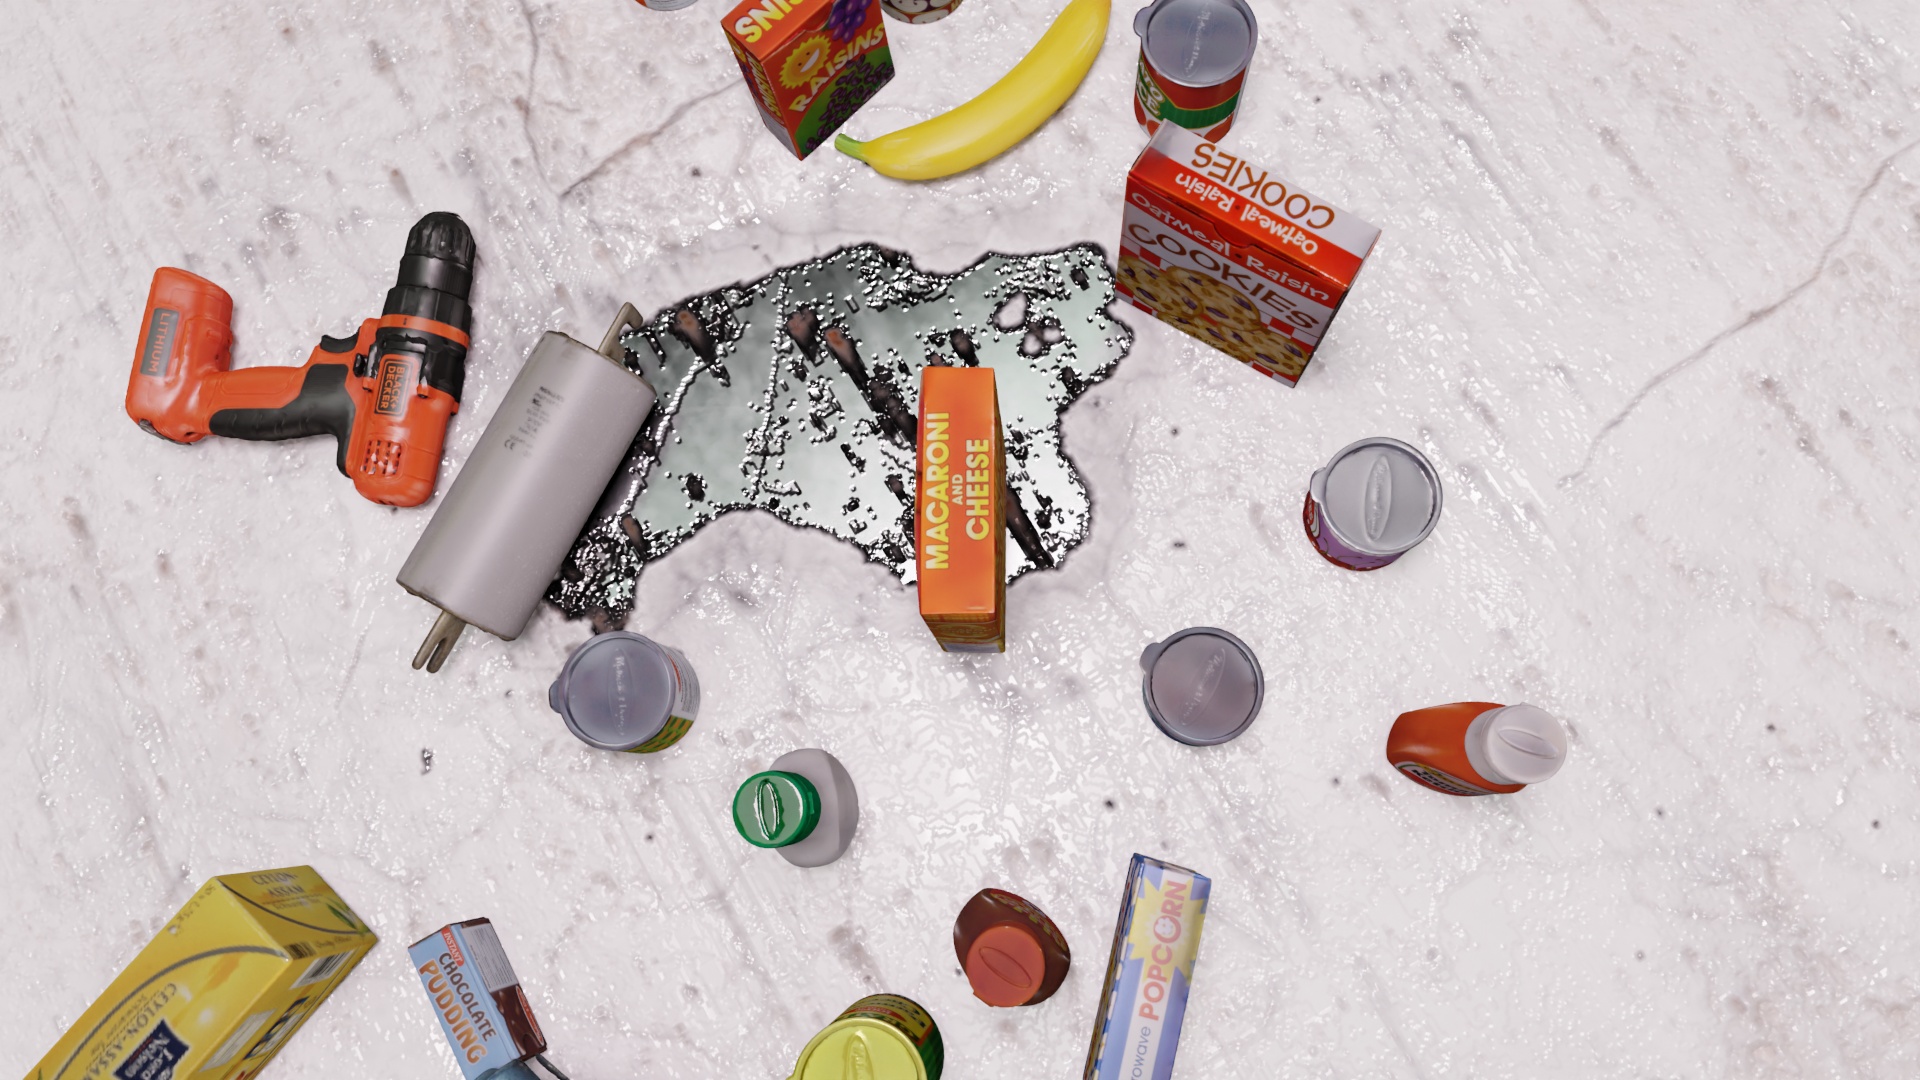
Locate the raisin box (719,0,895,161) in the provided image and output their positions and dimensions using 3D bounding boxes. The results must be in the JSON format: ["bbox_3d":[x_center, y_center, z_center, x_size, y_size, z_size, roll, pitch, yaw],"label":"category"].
[{"bbox_3d":[-0.087,-0.290,0.824,0.086,0.123,0.040,-43,79,-5],"label":"raisin box"}]

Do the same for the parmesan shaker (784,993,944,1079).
[{"bbox_3d":[-0.048,0.273,0.717,0.071,0.103,0.071,-1,79,4],"label":"parmesan shaker"}]

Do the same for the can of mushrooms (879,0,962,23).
[{"bbox_3d":[-0.025,-0.365,0.881,0.071,0.033,0.071,-1,79,4],"label":"can of mushrooms"}]

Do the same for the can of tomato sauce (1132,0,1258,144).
[{"bbox_3d":[0.136,-0.280,0.827,0.071,0.083,0.071,-1,79,4],"label":"can of tomato sauce"}]

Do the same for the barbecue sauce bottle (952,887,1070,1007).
[{"bbox_3d":[0.025,0.208,0.702,0.065,0.148,0.044,34,83,9],"label":"barbecue sauce bottle"}]

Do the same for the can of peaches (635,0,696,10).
[{"bbox_3d":[-0.193,-0.383,0.883,0.071,0.058,0.071,-1,79,4],"label":"can of peaches"}]

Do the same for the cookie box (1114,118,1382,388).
[{"bbox_3d":[0.148,-0.149,0.757,0.123,0.167,0.040,30,83,9],"label":"cookie box"}]

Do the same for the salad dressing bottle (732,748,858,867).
[{"bbox_3d":[-0.085,0.139,0.724,0.044,0.147,0.064,-9,79,2],"label":"salad dressing bottle"}]

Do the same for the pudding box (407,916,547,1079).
[{"bbox_3d":[-0.265,0.252,0.763,0.030,0.049,0.084,-30,78,-2],"label":"pudding box"}]

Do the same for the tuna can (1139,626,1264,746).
[{"bbox_3d":[0.133,0.081,0.780,0.071,0.032,0.071,-1,79,4],"label":"tuna can"}]

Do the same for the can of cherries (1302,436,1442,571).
[{"bbox_3d":[0.228,-0.020,0.781,0.071,0.058,0.071,-1,79,4],"label":"can of cherries"}]

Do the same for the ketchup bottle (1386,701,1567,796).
[{"bbox_3d":[0.264,0.106,0.707,0.065,0.148,0.043,19,81,7],"label":"ketchup bottle"}]

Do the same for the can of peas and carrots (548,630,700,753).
[{"bbox_3d":[-0.189,0.088,0.787,0.071,0.058,0.071,-1,79,4],"label":"can of peas and carrots"}]

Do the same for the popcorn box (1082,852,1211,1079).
[{"bbox_3d":[0.096,0.231,0.725,0.038,0.085,0.127,13,80,6],"label":"popcorn box"}]

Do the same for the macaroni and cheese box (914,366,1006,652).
[{"bbox_3d":[0.003,-0.009,0.739,0.040,0.166,0.124,-1,79,4],"label":"macaroni and cheese box"}]
